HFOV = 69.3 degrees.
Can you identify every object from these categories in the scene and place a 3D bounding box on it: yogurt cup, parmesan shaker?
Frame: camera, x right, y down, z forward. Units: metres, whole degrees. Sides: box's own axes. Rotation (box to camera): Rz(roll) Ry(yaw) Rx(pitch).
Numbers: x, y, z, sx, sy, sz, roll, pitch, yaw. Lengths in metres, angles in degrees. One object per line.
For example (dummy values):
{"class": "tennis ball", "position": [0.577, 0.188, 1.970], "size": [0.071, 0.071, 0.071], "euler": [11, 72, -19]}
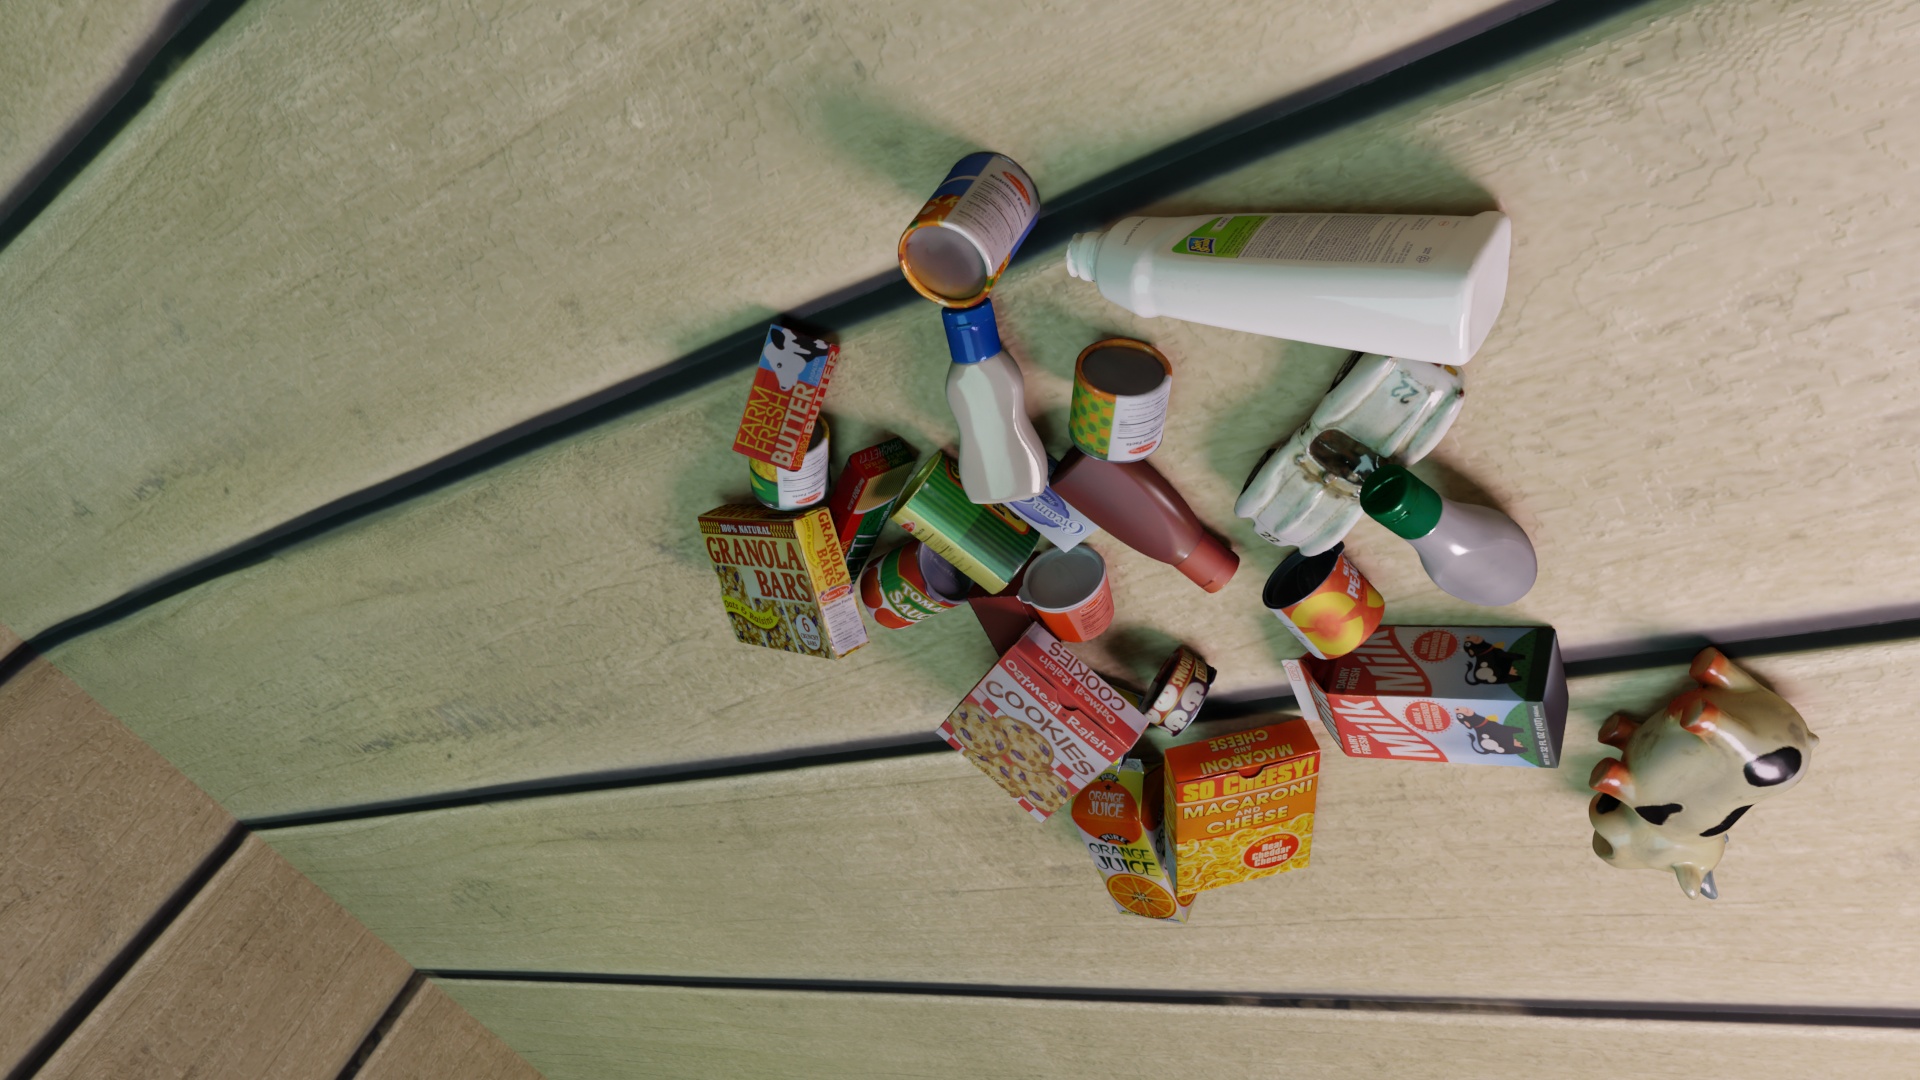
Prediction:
{"class": "yogurt cup", "position": [0.089, 0.044, 1.106], "size": [0.072, 0.073, 0.053], "euler": [3, 141, 29]}
{"class": "parmesan shaker", "position": [0.004, -0.014, 1.096], "size": [0.103, 0.072, 0.071], "euler": [37, 139, -9]}

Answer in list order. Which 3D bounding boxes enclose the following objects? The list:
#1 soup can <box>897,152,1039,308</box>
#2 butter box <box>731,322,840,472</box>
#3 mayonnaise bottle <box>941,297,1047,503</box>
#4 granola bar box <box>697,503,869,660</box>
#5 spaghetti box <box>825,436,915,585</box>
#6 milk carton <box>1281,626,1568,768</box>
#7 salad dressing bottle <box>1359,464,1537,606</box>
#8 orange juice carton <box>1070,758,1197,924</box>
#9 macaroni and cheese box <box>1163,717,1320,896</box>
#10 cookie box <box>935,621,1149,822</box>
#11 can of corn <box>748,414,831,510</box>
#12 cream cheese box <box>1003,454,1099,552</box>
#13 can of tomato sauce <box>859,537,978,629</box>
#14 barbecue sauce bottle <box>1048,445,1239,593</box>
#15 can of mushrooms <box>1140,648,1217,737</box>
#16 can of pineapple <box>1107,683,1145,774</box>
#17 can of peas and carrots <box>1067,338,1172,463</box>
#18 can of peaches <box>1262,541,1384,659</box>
{"class": "soup can", "position": [0.004, -0.197, 0.891], "size": [0.071, 0.084, 0.071], "euler": [17, 139, 16]}
{"class": "butter box", "position": [-0.134, -0.109, 1.064], "size": [0.053, 0.024, 0.103], "euler": [20, 95, 13]}
{"class": "mayonnaise bottle", "position": [0.020, -0.100, 0.995], "size": [0.065, 0.041, 0.147], "euler": [-7, 116, 15]}
{"class": "granola bar box", "position": [-0.155, 0.032, 1.191], "size": [0.165, 0.039, 0.124], "euler": [3, 113, 52]}
{"class": "spaghetti box", "position": [-0.100, 0.003, 1.182], "size": [0.029, 0.050, 0.248], "euler": [53, 144, 18]}
{"class": "milk carton", "position": [0.336, 0.112, 1.019], "size": [0.190, 0.074, 0.072], "euler": [-2, 130, 33]}
{"class": "salad dressing bottle", "position": [0.314, -0.004, 0.894], "size": [0.147, 0.044, 0.064], "euler": [27, 129, -34]}
{"class": "orange juice carton", "position": [0.161, 0.264, 1.280], "size": [0.072, 0.073, 0.192], "euler": [0, 131, 33]}
{"class": "macaroni and cheese box", "position": [0.238, 0.230, 1.180], "size": [0.124, 0.040, 0.165], "euler": [-12, 133, -4]}
{"class": "cookie box", "position": [0.064, 0.155, 1.153], "size": [0.123, 0.040, 0.166], "euler": [41, 141, 3]}
{"class": "can of corn", "position": [-0.140, -0.069, 1.124], "size": [0.071, 0.071, 0.058], "euler": [19, 138, 13]}
{"class": "cream cheese box", "position": [0.060, -0.039, 1.067], "size": [0.104, 0.024, 0.053], "euler": [38, 141, -8]}
{"class": "can of tomato sauce", "position": [-0.035, 0.034, 1.163], "size": [0.071, 0.071, 0.083], "euler": [46, 138, -18]}
{"class": "barbecue sauce bottle", "position": [0.139, -0.018, 1.026], "size": [0.148, 0.044, 0.064], "euler": [38, 139, -10]}
{"class": "can of mushrooms", "position": [0.177, 0.122, 1.131], "size": [0.033, 0.071, 0.070], "euler": [31, 140, 0]}
{"class": "can of pineapple", "position": [0.122, 0.158, 1.197], "size": [0.058, 0.071, 0.070], "euler": [19, 139, 14]}
{"class": "can of peas and carrots", "position": [0.107, -0.097, 0.948], "size": [0.071, 0.071, 0.058], "euler": [17, 138, 15]}
{"class": "can of peaches", "position": [0.263, 0.042, 0.997], "size": [0.058, 0.071, 0.071], "euler": [45, 138, -17]}
